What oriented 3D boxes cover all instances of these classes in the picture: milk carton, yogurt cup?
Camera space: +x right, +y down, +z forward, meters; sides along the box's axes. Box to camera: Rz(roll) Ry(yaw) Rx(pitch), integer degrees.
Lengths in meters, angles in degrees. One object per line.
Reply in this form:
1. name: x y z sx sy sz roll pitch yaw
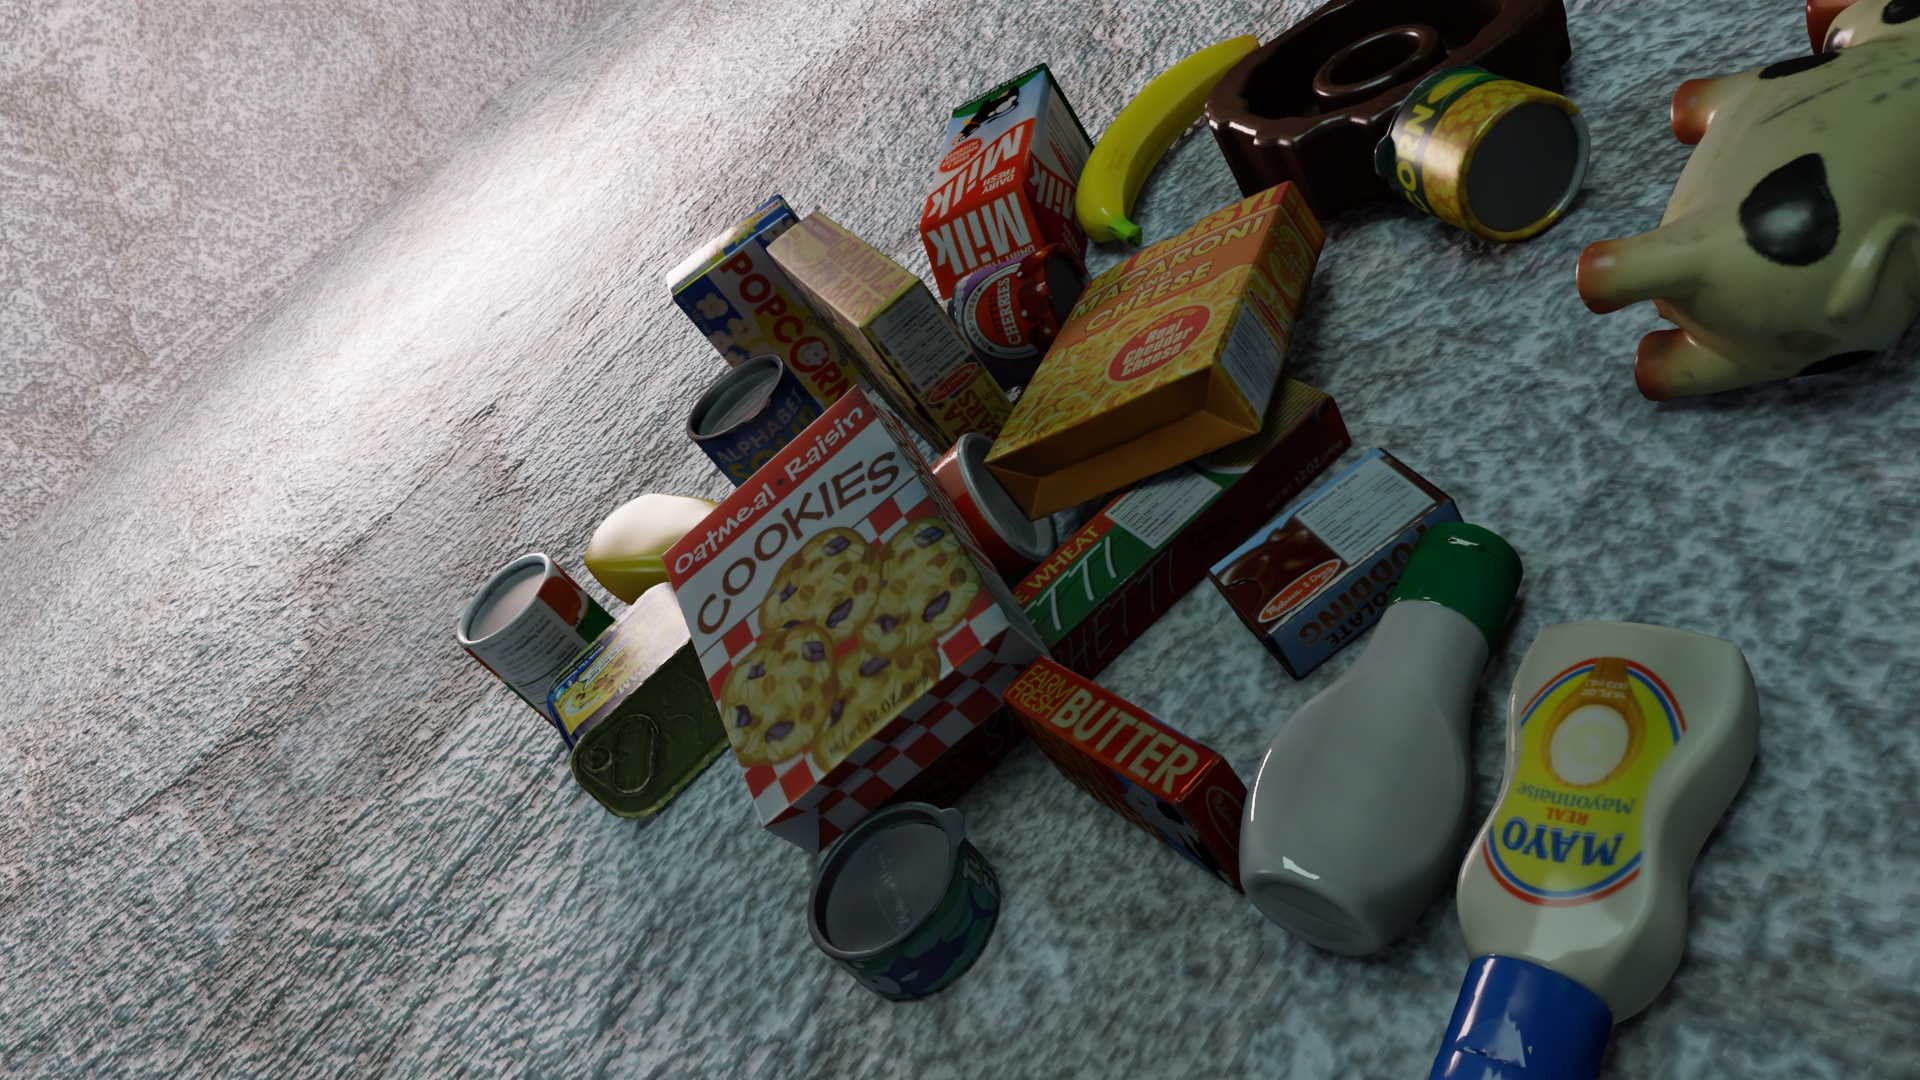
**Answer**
1. milk carton: 0.030 -0.204 0.843 0.072 0.073 0.191 -20 37 26
2. yogurt cup: 0.002 -0.008 0.641 0.054 0.072 0.073 -34 32 23

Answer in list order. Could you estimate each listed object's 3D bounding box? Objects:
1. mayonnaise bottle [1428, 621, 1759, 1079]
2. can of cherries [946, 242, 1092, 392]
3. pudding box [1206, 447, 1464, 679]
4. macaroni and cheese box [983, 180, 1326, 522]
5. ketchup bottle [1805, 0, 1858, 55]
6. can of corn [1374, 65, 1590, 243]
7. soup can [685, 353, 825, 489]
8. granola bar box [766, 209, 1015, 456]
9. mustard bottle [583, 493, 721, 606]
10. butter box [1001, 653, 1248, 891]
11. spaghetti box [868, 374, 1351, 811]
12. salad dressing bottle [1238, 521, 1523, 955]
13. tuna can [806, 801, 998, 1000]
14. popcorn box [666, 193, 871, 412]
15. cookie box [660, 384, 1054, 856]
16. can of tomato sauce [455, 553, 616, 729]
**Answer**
1. mayonnaise bottle: 0.169 0.090 0.379 0.064 0.041 0.149 3 50 44
2. can of cherries: 0.036 -0.118 0.736 0.058 0.071 0.072 -15 39 31
3. pudding box: 0.140 0.007 0.519 0.083 0.030 0.050 -37 34 2
4. macaroni and cheese box: 0.093 -0.090 0.639 0.123 0.040 0.167 -21 27 38
5. ketchup bottle: 0.409 -0.218 0.523 0.149 0.043 0.065 9 56 49
6. can of corn: 0.230 -0.170 0.614 0.071 0.071 0.058 -37 33 3
7. soup can: -0.100 -0.050 0.770 0.071 0.083 0.072 -26 35 20
8. granola bar box: -0.031 -0.099 0.727 0.039 0.124 0.166 -41 33 -2
9. mustard bottle: -0.148 0.008 0.778 0.160 0.048 0.065 3 52 45
10. butter box: 0.061 0.079 0.486 0.024 0.053 0.103 -45 33 -13
11. spaghetti box: 0.055 0.022 0.583 0.250 0.028 0.050 -42 33 -5
12. salad dressing bottle: 0.139 0.058 0.444 0.064 0.043 0.148 18 56 28
13. tuna can: -0.019 0.132 0.517 0.071 0.032 0.071 -25 35 19
14. popcorn box: -0.104 -0.133 0.837 0.085 0.126 0.038 -35 36 5
15. cookie box: -0.050 0.027 0.582 0.123 0.040 0.168 -40 45 7
16. can of tomato sauce: -0.221 0.057 0.758 0.071 0.083 0.071 -25 35 19
